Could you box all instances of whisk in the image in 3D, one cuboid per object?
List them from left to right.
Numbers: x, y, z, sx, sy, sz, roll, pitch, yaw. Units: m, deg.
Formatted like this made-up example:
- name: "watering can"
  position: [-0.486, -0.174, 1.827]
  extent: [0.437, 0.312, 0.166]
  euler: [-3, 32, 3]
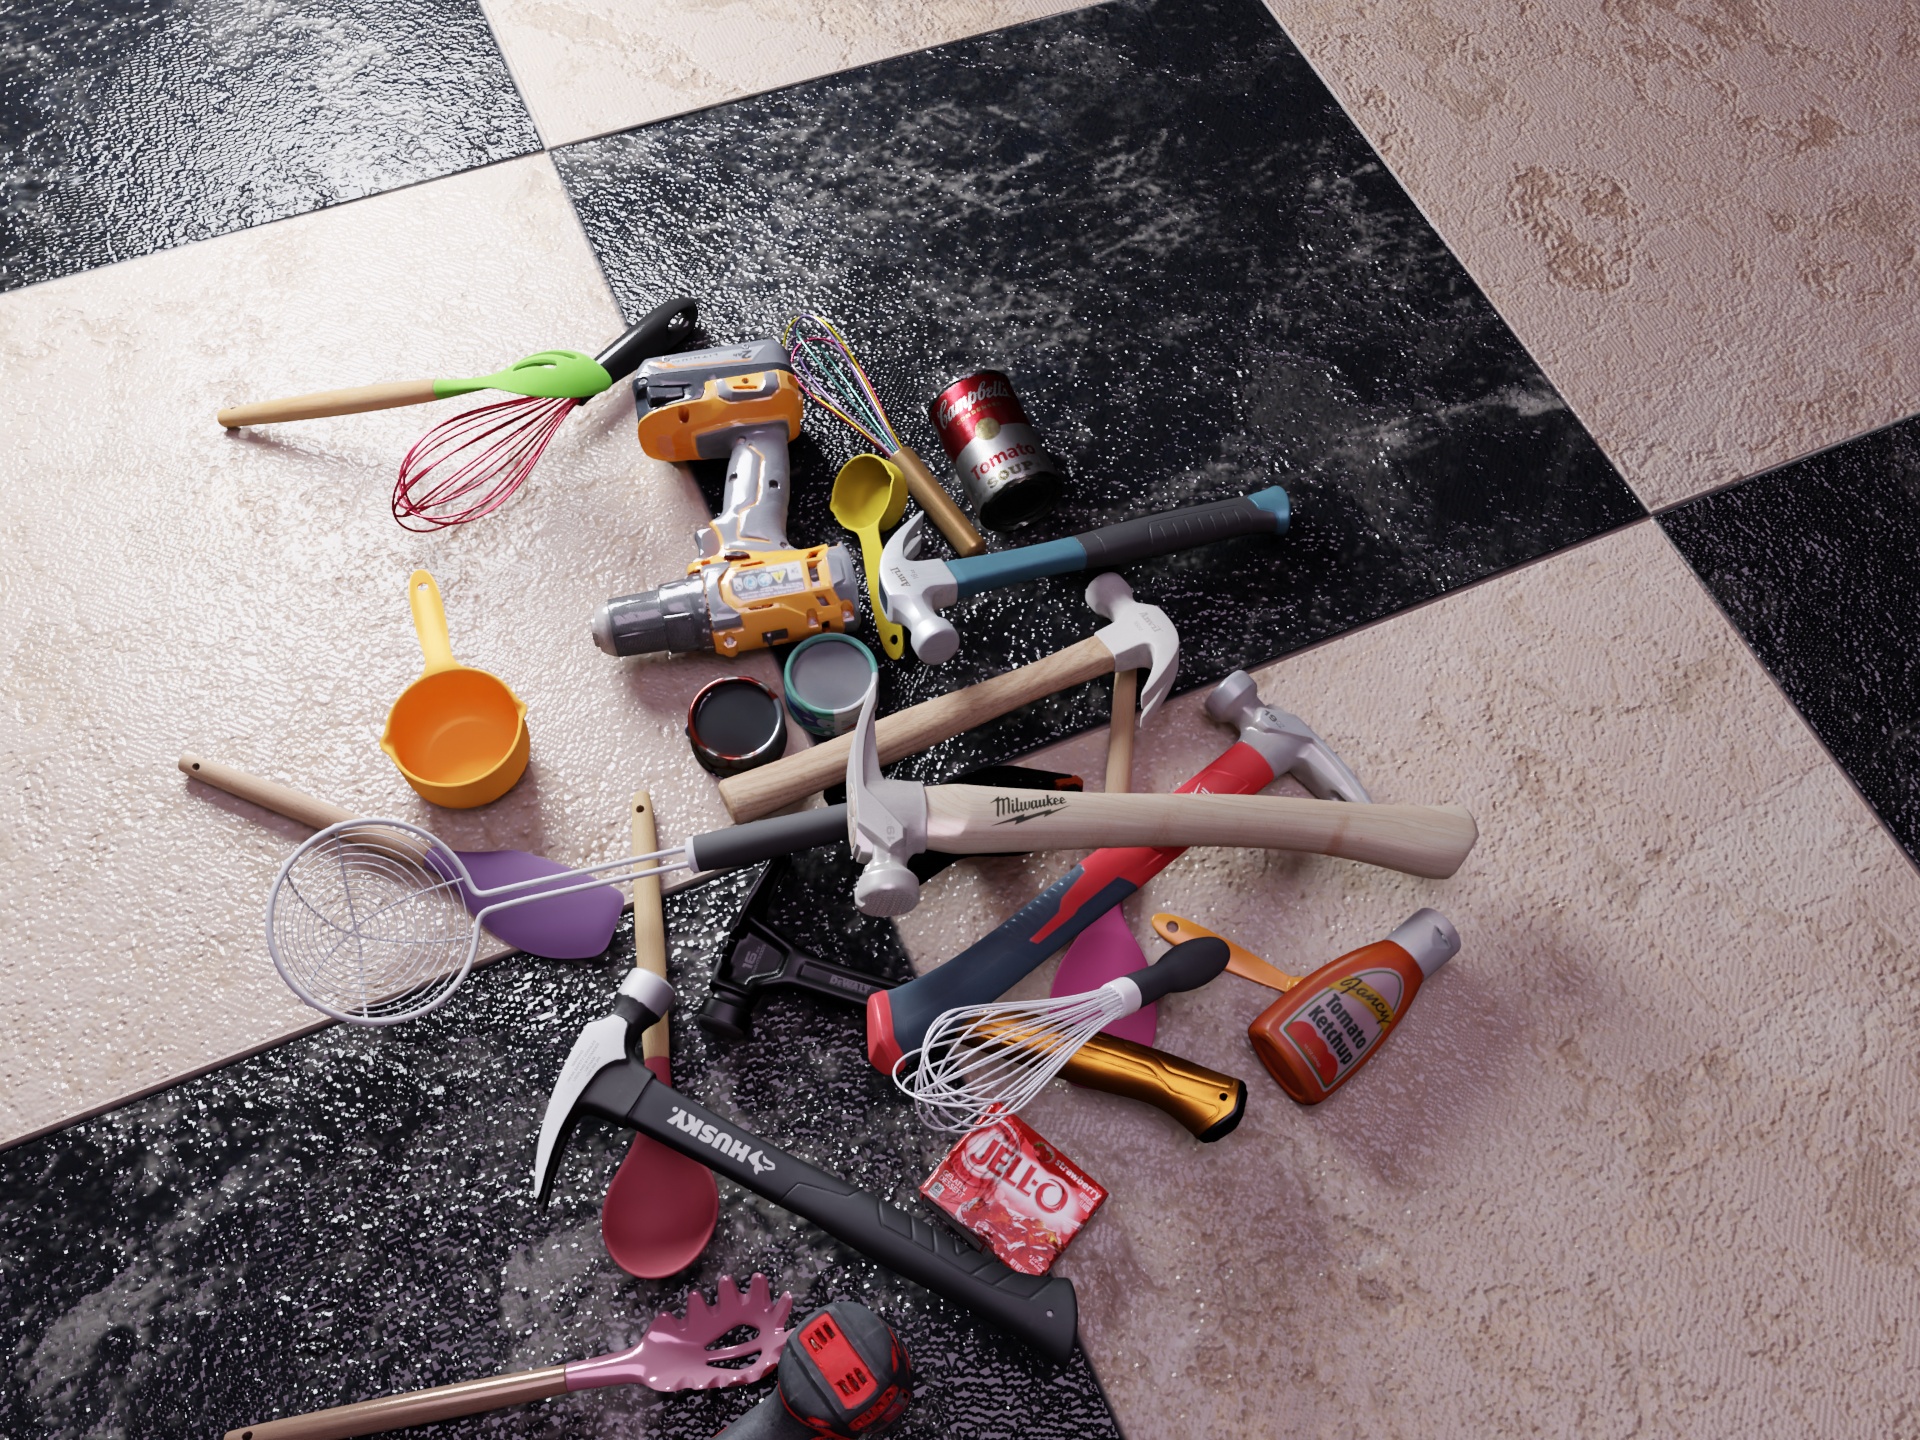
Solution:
- name: "whisk"
  position: [-0.302, -0.233, 1.181]
  extent: [0.073, 0.073, 0.296]
  euler: [38, 62, 15]
- name: "whisk"
  position: [-0.060, -0.212, 1.198]
  extent: [0.047, 0.051, 0.245]
  euler: [-38, 74, 2]
- name: "whisk"
  position: [0.074, 0.172, 0.929]
  extent: [0.284, 0.070, 0.070]
  euler: [-13, 60, -44]

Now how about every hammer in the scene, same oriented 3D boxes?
- name: "hammer"
  position: [-0.085, 0.277, 0.909]
  extent: [0.335, 0.035, 0.146]
  euler: [26, 60, 9]
- name: "hammer"
  position: [-0.002, -0.003, 1.066]
  extent: [0.331, 0.031, 0.130]
  euler: [-22, 44, -15]
- name: "hammer"
  position: [0.014, 0.182, 0.989]
  extent: [0.337, 0.034, 0.127]
  euler: [17, 64, 9]
- name: "hammer"
  position: [0.096, -0.121, 1.129]
  extent: [0.331, 0.033, 0.128]
  euler: [-14, 45, -22]
- name: "hammer"
  position: [0.102, 0.111, 1.003]
  extent: [0.386, 0.038, 0.143]
  euler: [-34, 71, -29]
- name: "hammer"
  position: [0.132, 0.055, 1.002]
  extent: [0.410, 0.038, 0.146]
  euler: [3, 57, -14]

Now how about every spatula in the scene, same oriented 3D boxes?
- name: "spatula"
  position: [-0.369, 0.082, 1.035]
  extent: [0.316, 0.018, 0.060]
  euler: [20, 80, 7]

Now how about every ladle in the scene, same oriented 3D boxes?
- name: "ladle"
  position: [-0.192, 0.186, 0.989]
  extent: [0.069, 0.031, 0.316]
  euler: [-8, 62, -3]

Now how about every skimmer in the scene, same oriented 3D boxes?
- name: "skimmer"
  position: [-0.228, 0.094, 0.971]
  extent: [0.363, 0.090, 0.127]
  euler: [-13, 80, -1]

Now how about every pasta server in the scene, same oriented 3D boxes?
- name: "pasta server"
  position: [-0.248, 0.368, 0.885]
  extent: [0.316, 0.040, 0.060]
  euler: [-9, 47, -7]

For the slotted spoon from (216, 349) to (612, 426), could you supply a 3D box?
- name: "slotted spoon"
  position: [-0.400, -0.235, 1.145]
  extent: [0.314, 0.031, 0.070]
  euler: [-4, 29, 14]

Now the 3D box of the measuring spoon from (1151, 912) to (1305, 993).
- name: "measuring spoon"
  position: [0.178, 0.153, 1.036]
  extent: [0.117, 0.011, 0.021]
  euler: [26, 64, 9]

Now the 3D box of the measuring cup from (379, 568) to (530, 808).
- name: "measuring cup"
  position: [-0.344, -0.020, 1.072]
  extent: [0.095, 0.052, 0.174]
  euler: [-16, 63, -11]

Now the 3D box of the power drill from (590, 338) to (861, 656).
- name: "power drill"
  position: [-0.181, -0.149, 1.135]
  extent: [0.185, 0.084, 0.226]
  euler: [-11, 68, -7]

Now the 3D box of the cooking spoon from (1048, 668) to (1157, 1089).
- name: "cooking spoon"
  position: [0.102, 0.089, 1.061]
  extent: [0.069, 0.017, 0.319]
  euler: [5, 63, 5]

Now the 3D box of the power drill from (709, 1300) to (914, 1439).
- name: "power drill"
  position: [-0.119, 0.394, 0.830]
  extent: [0.219, 0.143, 0.079]
  euler: [-37, 66, -13]

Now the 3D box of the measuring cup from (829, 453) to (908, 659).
- name: "measuring cup"
  position: [-0.054, -0.117, 1.151]
  extent: [0.062, 0.029, 0.157]
  euler: [-21, 75, 33]
